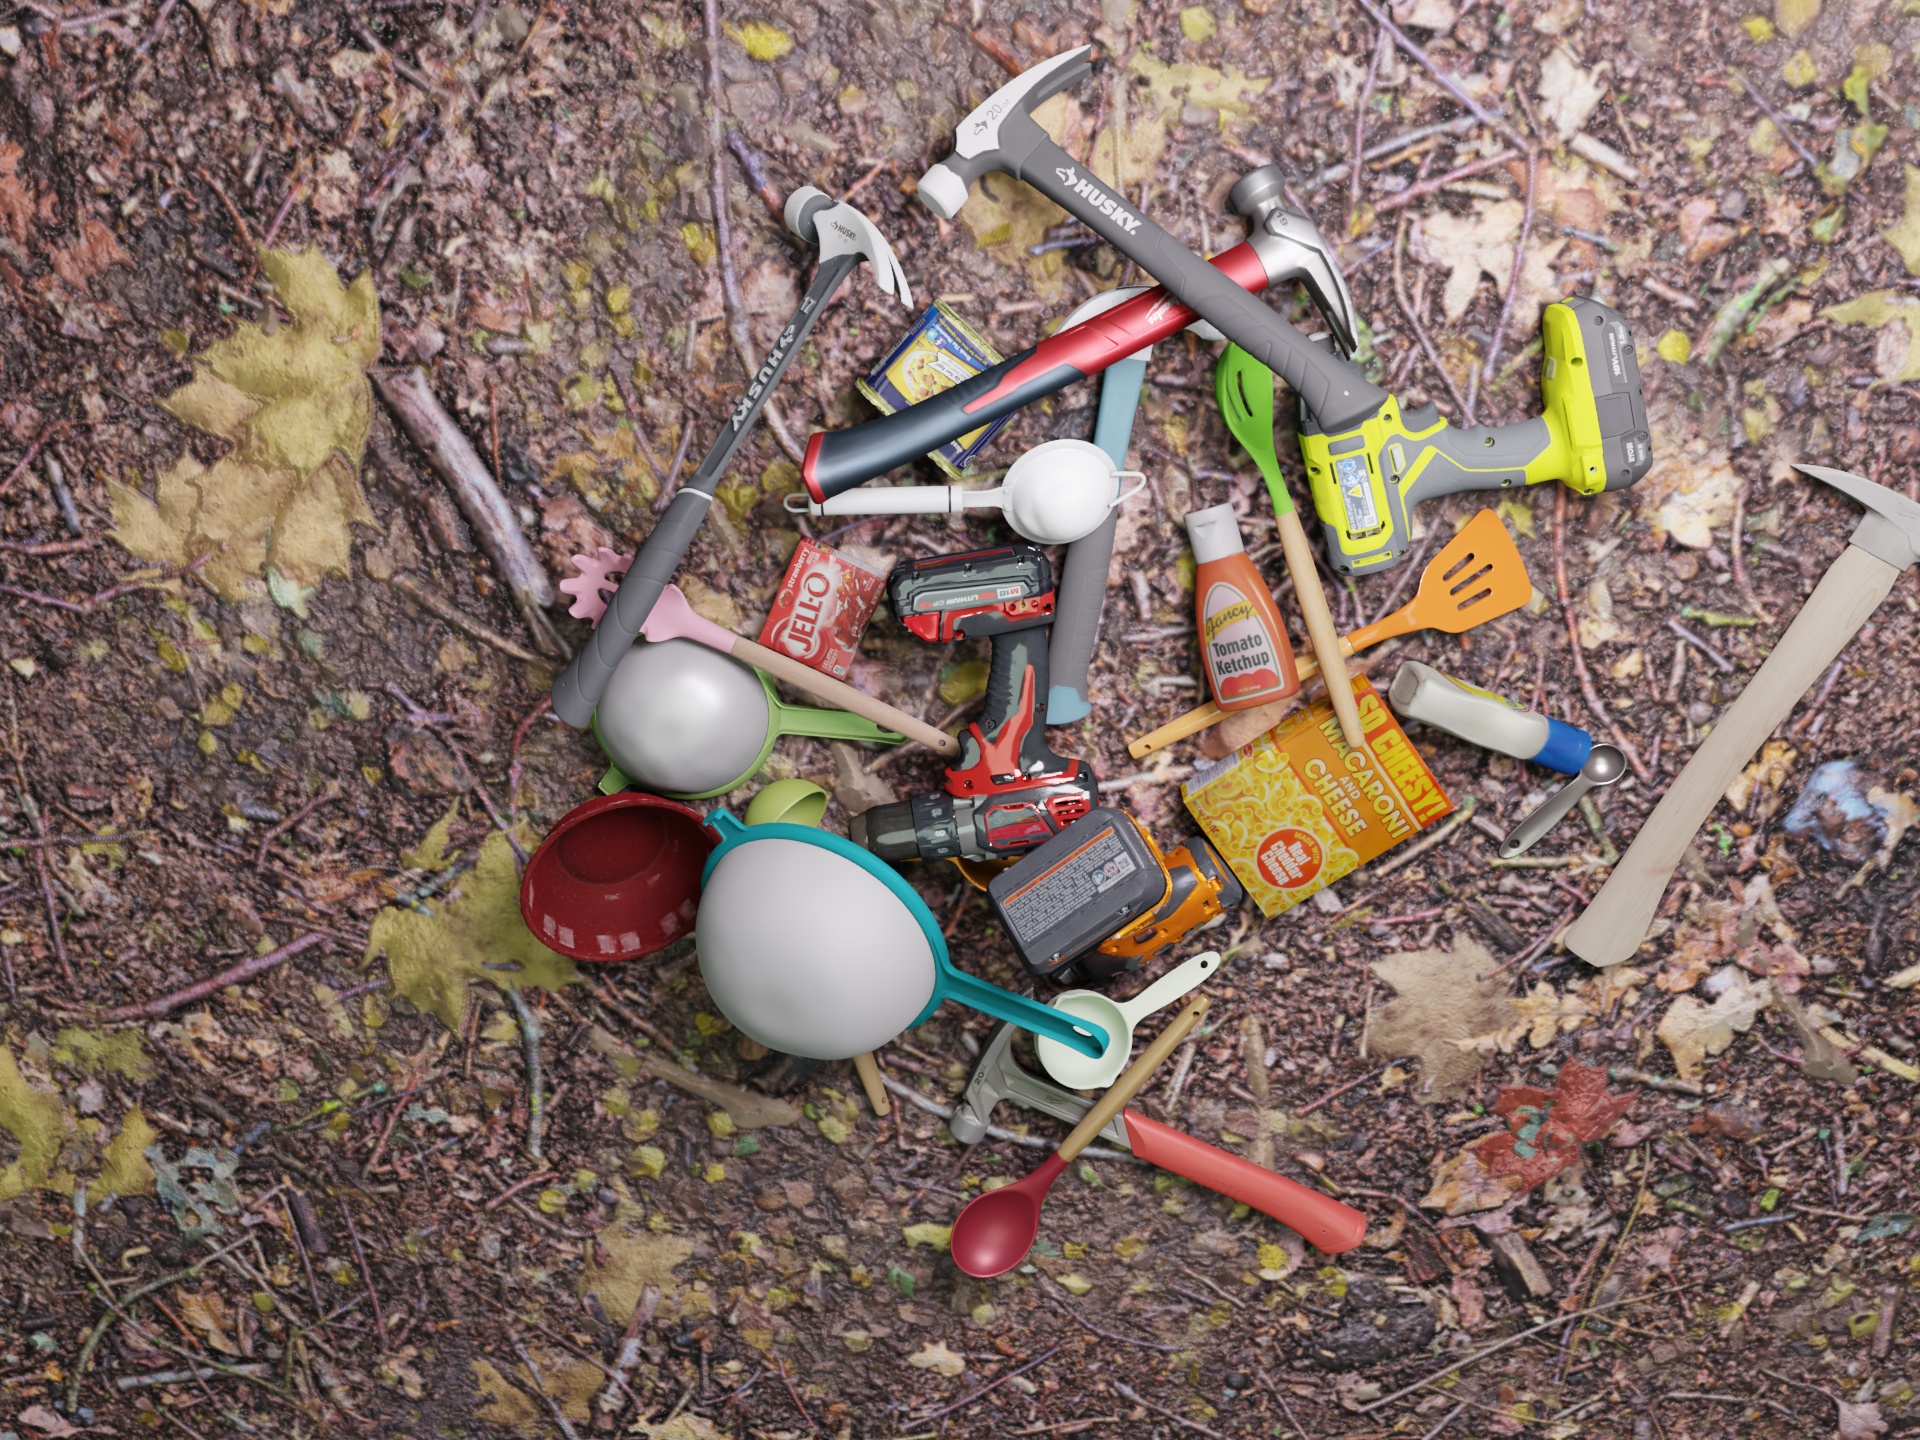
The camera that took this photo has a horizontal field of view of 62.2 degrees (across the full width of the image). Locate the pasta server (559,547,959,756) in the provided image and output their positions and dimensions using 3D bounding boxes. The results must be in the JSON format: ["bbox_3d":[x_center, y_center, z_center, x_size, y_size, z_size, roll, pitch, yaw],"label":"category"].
[{"bbox_3d":[-0.145,-0.044,1.184,0.316,0.040,0.060,25,96,-5],"label":"pasta server"}]

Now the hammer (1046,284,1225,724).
[{"bbox_3d":[0.102,-0.152,1.169,0.128,0.033,0.331,9,109,-1],"label":"hammer"}]

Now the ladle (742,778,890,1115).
[{"bbox_3d":[-0.102,0.191,1.284,0.062,0.078,0.320,5,121,45],"label":"ladle"}]

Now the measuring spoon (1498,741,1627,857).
[{"bbox_3d":[0.464,0.062,1.237,0.034,0.018,0.124,37,113,-9],"label":"measuring spoon"}]

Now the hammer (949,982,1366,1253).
[{"bbox_3d":[0.179,0.352,1.334,0.359,0.037,0.149,24,108,-5],"label":"hammer"}]

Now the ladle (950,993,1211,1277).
[{"bbox_3d":[0.100,0.338,1.302,0.069,0.031,0.315,36,105,-11],"label":"ladle"}]

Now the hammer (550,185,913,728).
[{"bbox_3d":[-0.171,-0.168,1.101,0.036,0.149,0.409,22,105,-45],"label":"hammer"}]

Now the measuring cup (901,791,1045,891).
[{"bbox_3d":[-0.003,0.090,1.247,0.173,0.052,0.095,-3,108,6],"label":"measuring cup"}]

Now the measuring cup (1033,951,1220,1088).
[{"bbox_3d":[0.134,0.230,1.278,0.167,0.038,0.083,-30,95,-11],"label":"measuring cup"}]

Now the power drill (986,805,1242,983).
[{"bbox_3d":[0.107,0.143,1.183,0.164,0.226,0.084,-36,66,14],"label":"power drill"}]

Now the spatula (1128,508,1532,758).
[{"bbox_3d":[0.272,-0.049,1.203,0.322,0.041,0.081,-27,105,15],"label":"spatula"}]

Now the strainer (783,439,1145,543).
[{"bbox_3d":[0.004,-0.154,1.122,0.258,0.050,0.086,-1,130,-1],"label":"strainer"}]

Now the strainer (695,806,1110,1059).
[{"bbox_3d":[-0.063,0.205,1.175,0.340,0.095,0.210,18,131,16],"label":"strainer"}]

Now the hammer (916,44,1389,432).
[{"bbox_3d":[0.141,-0.305,1.046,0.335,0.035,0.146,40,86,9],"label":"hammer"}]

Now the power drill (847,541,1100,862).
[{"bbox_3d":[-0.002,-0.004,1.157,0.188,0.080,0.226,-9,104,1],"label":"power drill"}]

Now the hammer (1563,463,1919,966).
[{"bbox_3d":[0.578,0.009,1.200,0.146,0.038,0.410,27,108,-5],"label":"hammer"}]

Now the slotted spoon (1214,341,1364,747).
[{"bbox_3d":[0.240,-0.125,1.148,0.031,0.070,0.313,-9,105,44],"label":"slotted spoon"}]

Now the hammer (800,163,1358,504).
[{"bbox_3d":[0.075,-0.230,1.078,0.386,0.038,0.143,-27,83,-1],"label":"hammer"}]

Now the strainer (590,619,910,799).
[{"bbox_3d":[-0.165,0.005,1.215,0.256,0.069,0.151,5,109,3],"label":"strainer"}]

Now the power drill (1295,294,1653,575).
[{"bbox_3d":[0.352,-0.211,1.117,0.223,0.080,0.171,-14,108,11],"label":"power drill"}]
